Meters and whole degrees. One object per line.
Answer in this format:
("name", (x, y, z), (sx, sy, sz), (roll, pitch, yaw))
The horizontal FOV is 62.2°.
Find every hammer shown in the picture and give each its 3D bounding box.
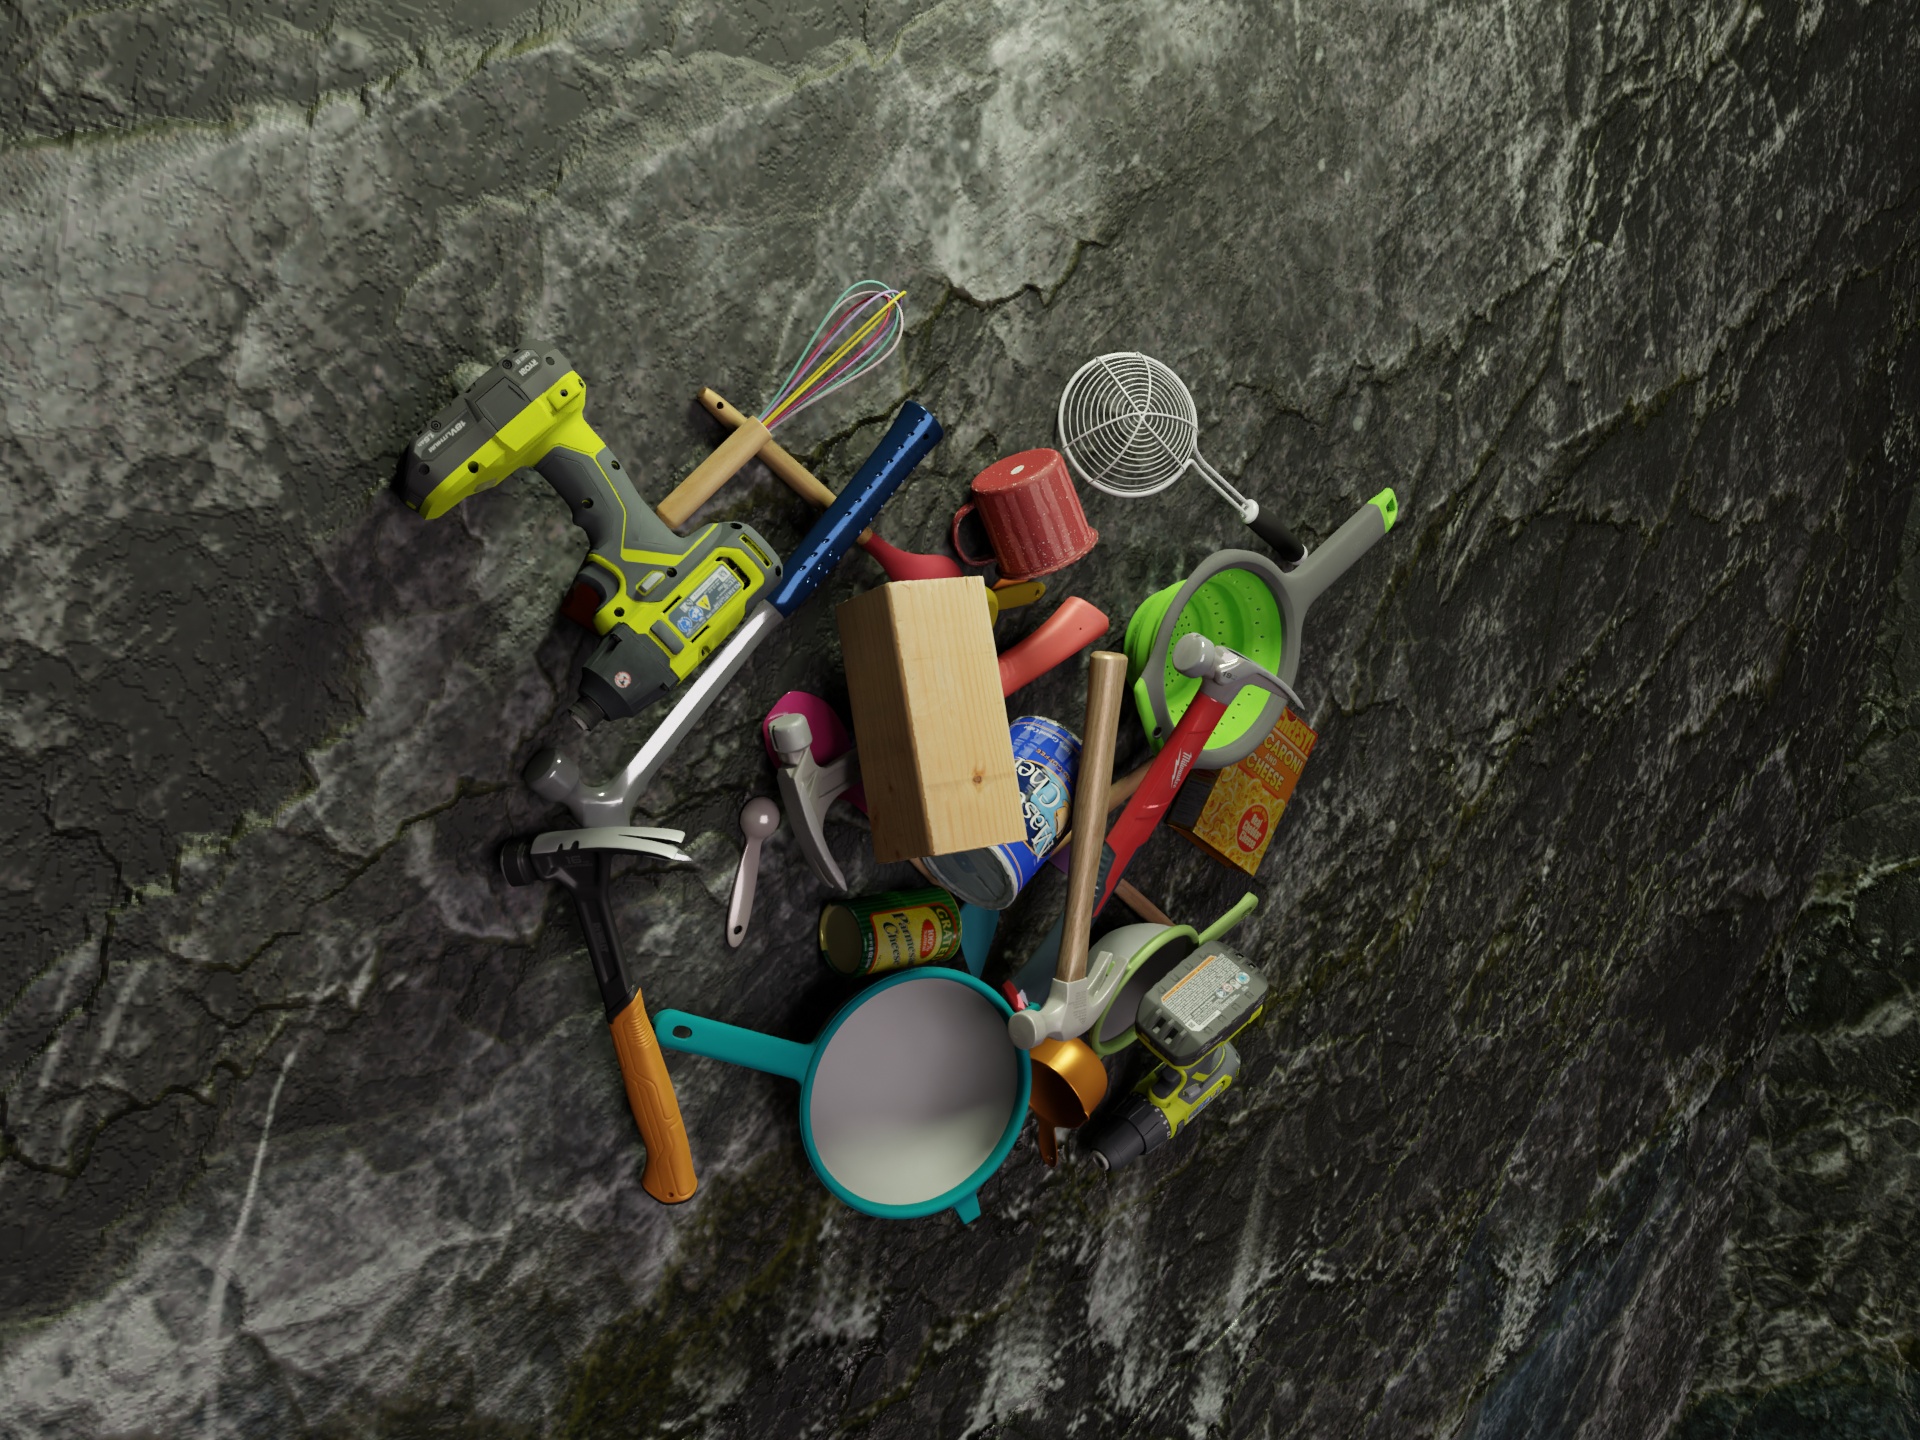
("hammer", (-0.002, -0.004, 1.341), (0.359, 0.037, 0.149), (-32, 116, -34))
("hammer", (-0.145, -0.072, 1.194), (0.405, 0.035, 0.143), (-52, 129, -11))
("hammer", (-0.238, 0.228, 1.184), (0.127, 0.034, 0.336), (-5, 117, 6))
("hammer", (0.160, 0.112, 1.429), (0.143, 0.038, 0.386), (22, 104, -34))
("hammer", (0.107, 0.107, 1.338), (0.130, 0.031, 0.331), (-4, 103, -50))

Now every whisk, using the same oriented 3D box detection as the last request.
("whisk", (-0.129, -0.230, 1.153), (0.245, 0.047, 0.051), (-45, 127, -4))

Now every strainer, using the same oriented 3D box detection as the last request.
("strainer", (0.193, 0.221, 1.558), (0.256, 0.069, 0.151), (-30, 144, -36))
("strainer", (-0.106, 0.284, 1.320), (0.340, 0.095, 0.211), (21, 86, -25))

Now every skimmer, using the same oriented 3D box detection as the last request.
("skimmer", (0.221, -0.224, 1.496), (0.363, 0.090, 0.127), (26, 82, -52))

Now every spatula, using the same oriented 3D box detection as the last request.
("spatula", (0.160, 0.164, 1.554), (0.315, 0.018, 0.060), (43, 74, -38))
("spatula", (0.103, 0.111, 1.456), (0.317, 0.044, 0.082), (-36, 131, -26))

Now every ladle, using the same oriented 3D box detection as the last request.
("ladle", (-0.091, -0.159, 1.246), (0.315, 0.031, 0.069), (39, 78, -38))

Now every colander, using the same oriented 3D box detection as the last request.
("colander", (0.276, -0.111, 1.527), (0.397, 0.095, 0.204), (-41, 125, -26))

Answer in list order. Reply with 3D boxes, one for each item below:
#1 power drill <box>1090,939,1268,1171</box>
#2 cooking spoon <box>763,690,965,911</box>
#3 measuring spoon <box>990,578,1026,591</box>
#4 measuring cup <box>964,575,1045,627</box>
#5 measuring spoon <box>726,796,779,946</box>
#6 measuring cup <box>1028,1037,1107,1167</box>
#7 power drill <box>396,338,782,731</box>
("power drill", (0.211, 0.338, 1.564), (0.190, 0.080, 0.228), (-33, 148, -30))
("cooking spoon", (-0.062, 0.086, 1.341), (0.069, 0.017, 0.318), (-53, 129, -17))
("measuring spoon", (0.041, -0.115, 1.380), (0.117, 0.011, 0.021), (-44, 126, -24))
("measuring cup", (0.037, -0.096, 1.347), (0.156, 0.029, 0.062), (-19, 131, -51))
("measuring spoon", (-0.165, 0.122, 1.262), (0.034, 0.018, 0.124), (7, 98, -42))
("measuring cup", (0.097, 0.364, 1.525), (0.052, 0.095, 0.173), (-43, 145, -34))
("power drill", (-0.247, -0.117, 1.030), (0.223, 0.080, 0.171), (47, 70, -13))
